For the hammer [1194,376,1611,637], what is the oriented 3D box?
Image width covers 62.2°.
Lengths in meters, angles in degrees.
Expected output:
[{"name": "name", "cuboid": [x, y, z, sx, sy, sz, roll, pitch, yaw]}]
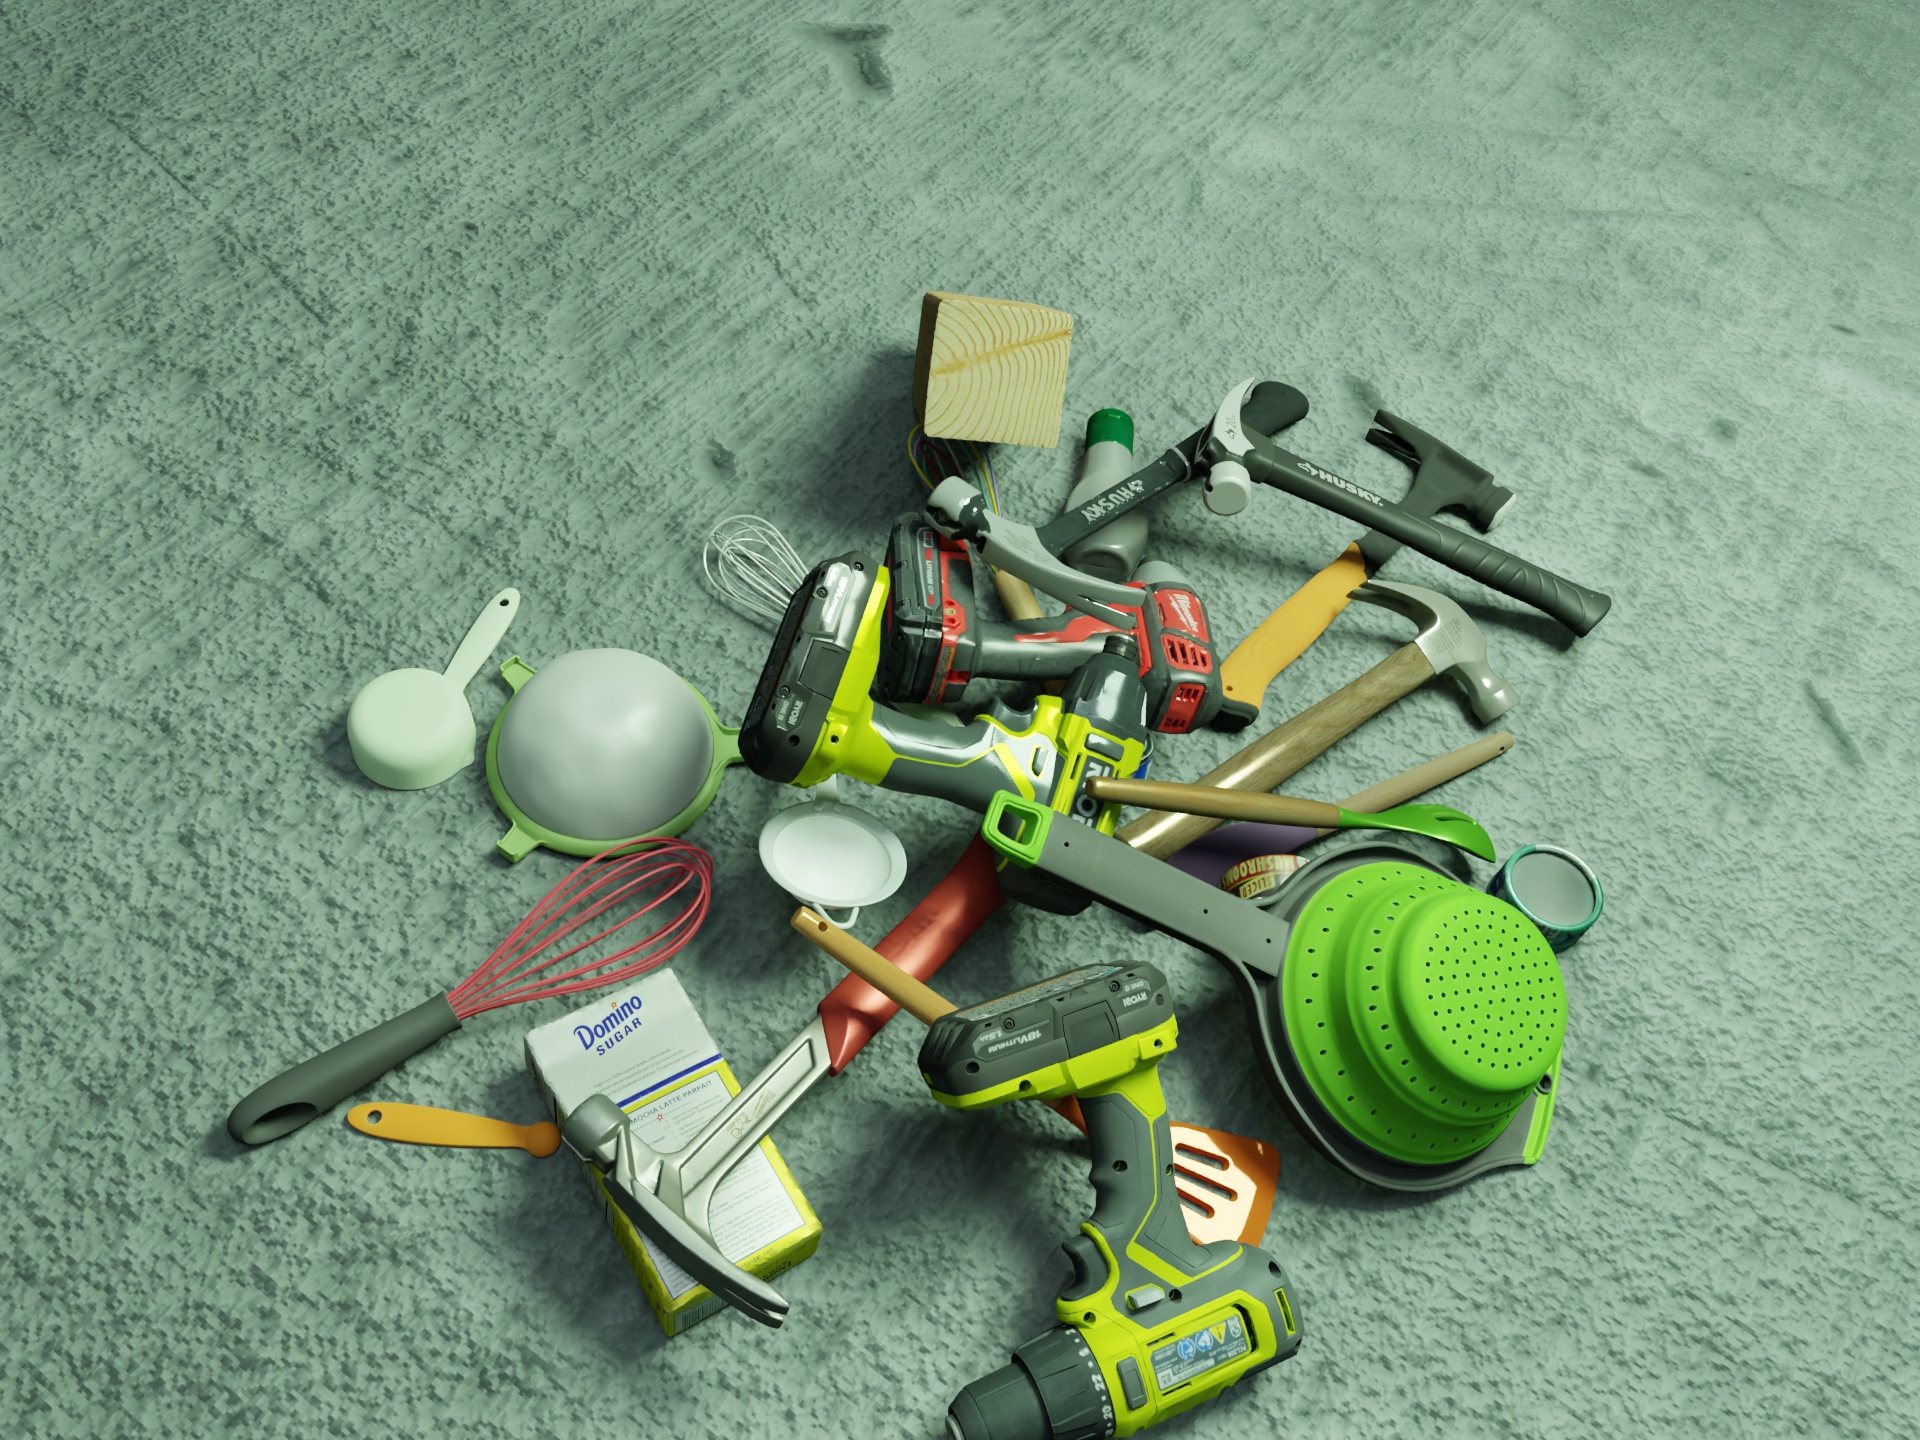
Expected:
[{"name": "hammer", "cuboid": [0.320, -0.140, 1.137, 0.334, 0.035, 0.146, 22, 41, -11]}]

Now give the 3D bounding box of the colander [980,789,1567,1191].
[{"name": "colander", "cuboid": [0.201, 0.125, 0.889, 0.397, 0.094, 0.205, 26, 64, -12]}]

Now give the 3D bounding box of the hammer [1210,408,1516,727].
[{"name": "hammer", "cuboid": [0.274, -0.108, 1.169, 0.127, 0.034, 0.337, 39, 59, 16]}]

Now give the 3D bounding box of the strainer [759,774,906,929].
[{"name": "strainer", "cuboid": [-0.081, 0.034, 0.971, 0.087, 0.050, 0.259, 7, 46, -14]}]

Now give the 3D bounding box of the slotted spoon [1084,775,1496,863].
[{"name": "slotted spoon", "cuboid": [0.210, 0.057, 0.977, 0.313, 0.031, 0.070, 8, 11, -28]}]

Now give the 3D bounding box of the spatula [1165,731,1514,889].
[{"name": "spatula", "cuboid": [0.249, 0.061, 1.046, 0.316, 0.059, 0.018, -20, 36, -25]}]

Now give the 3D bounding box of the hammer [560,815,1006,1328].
[{"name": "hammer", "cuboid": [-0.045, 0.163, 0.903, 0.149, 0.036, 0.359, 38, 50, 14]}]

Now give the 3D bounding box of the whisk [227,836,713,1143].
[{"name": "whisk", "cuboid": [-0.268, 0.153, 0.898, 0.296, 0.073, 0.073, -29, 65, -19]}]

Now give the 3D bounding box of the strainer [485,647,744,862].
[{"name": "strainer", "cuboid": [-0.171, 0.003, 1.005, 0.256, 0.069, 0.152, -4, 57, -9]}]

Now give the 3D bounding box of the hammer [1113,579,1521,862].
[{"name": "hammer", "cuboid": [0.229, 0.009, 1.062, 0.331, 0.031, 0.130, -30, 83, -25]}]

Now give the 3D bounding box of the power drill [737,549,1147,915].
[{"name": "power drill", "cuboid": [-0.001, -0.003, 0.930, 0.223, 0.080, 0.171, 23, 75, -15]}]

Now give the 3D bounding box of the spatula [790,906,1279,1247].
[{"name": "spatula", "cuboid": [0.041, 0.195, 0.884, 0.322, 0.041, 0.081, 37, 55, -14]}]

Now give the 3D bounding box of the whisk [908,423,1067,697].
[{"name": "whisk", "cuboid": [0.020, -0.120, 1.136, 0.047, 0.051, 0.245, 5, 52, -48]}]

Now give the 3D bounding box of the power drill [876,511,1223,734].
[{"name": "power drill", "cuboid": [0.059, -0.066, 1.045, 0.219, 0.078, 0.143, 6, 46, -10]}]

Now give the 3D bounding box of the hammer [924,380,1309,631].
[{"name": "hammer", "cuboid": [0.150, -0.174, 1.124, 0.149, 0.036, 0.409, 36, 41, 18]}]

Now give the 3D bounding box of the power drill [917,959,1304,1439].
[{"name": "power drill", "cuboid": [0.060, 0.255, 0.824, 0.190, 0.080, 0.228, -16, 88, -18]}]

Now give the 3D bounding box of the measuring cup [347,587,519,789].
[{"name": "measuring cup", "cuboid": [-0.330, -0.033, 1.024, 0.083, 0.038, 0.168, 21, 58, 6]}]

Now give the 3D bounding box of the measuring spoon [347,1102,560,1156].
[{"name": "measuring spoon", "cuboid": [-0.279, 0.223, 0.875, 0.117, 0.011, 0.021, 8, 55, -3]}]

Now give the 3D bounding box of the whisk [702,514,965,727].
[{"name": "whisk", "cuboid": [-0.082, -0.055, 1.078, 0.246, 0.057, 0.059, 41, 94, 15]}]
